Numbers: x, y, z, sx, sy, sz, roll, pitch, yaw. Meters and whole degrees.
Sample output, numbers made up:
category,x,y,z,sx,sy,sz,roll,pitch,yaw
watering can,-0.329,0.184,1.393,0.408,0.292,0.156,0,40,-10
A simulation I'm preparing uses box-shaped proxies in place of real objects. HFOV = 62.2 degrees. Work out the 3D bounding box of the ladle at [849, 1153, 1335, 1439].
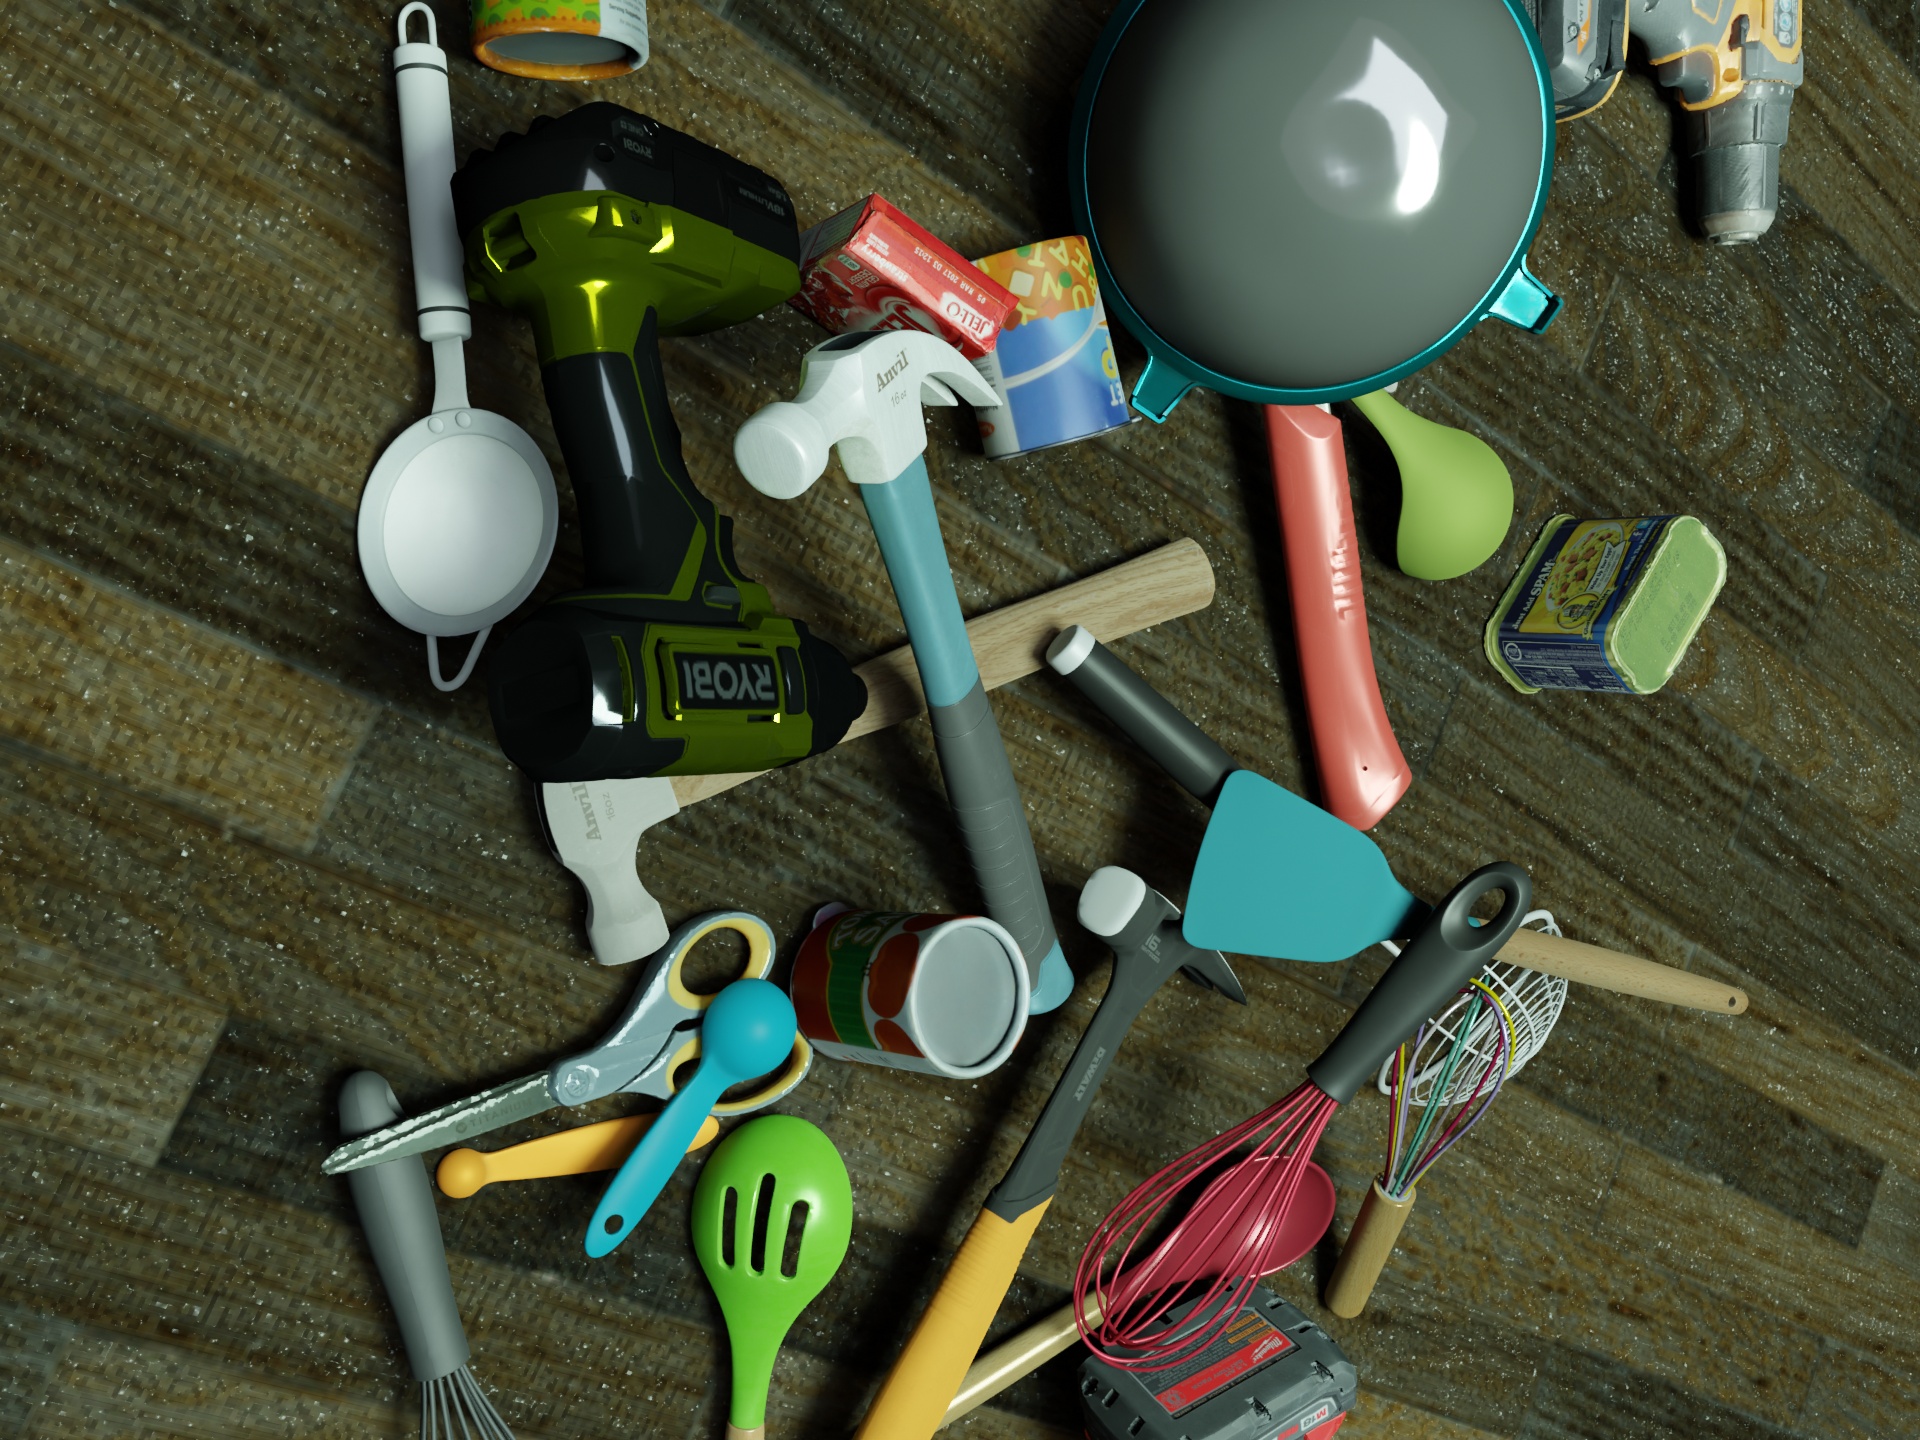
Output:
category,x,y,z,sx,sy,sz,roll,pitch,yaw
ladle,0.048,0.293,0.759,0.315,0.031,0.069,-23,109,-22

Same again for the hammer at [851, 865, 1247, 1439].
category,x,y,z,sx,sy,sz,roll,pitch,yaw
hammer,0.019,0.234,0.708,0.337,0.034,0.127,-59,138,-12

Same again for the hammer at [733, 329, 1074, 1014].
category,x,y,z,sx,sy,sz,roll,pitch,yaw
hammer,-0.001,-0.002,0.646,0.128,0.033,0.330,-54,139,-42

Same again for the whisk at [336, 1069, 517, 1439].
category,x,y,z,sx,sy,sz,roll,pitch,yaw
whisk,-0.203,0.250,0.616,0.055,0.055,0.239,-16,96,-25

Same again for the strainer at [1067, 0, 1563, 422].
category,x,y,z,sx,sy,sz,roll,pitch,yaw
strainer,0.137,-0.290,0.634,0.211,0.095,0.340,-12,109,5

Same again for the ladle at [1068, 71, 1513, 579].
category,x,y,z,sx,sy,sz,roll,pitch,yaw
ladle,0.162,-0.189,0.782,0.320,0.062,0.078,42,75,-16

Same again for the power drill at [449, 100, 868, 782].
category,x,y,z,sx,sy,sz,roll,pitch,yaw
power drill,-0.102,-0.090,0.583,0.171,0.080,0.223,-1,80,-59

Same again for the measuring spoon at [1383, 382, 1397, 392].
category,x,y,z,sx,sy,sz,roll,pitch,yaw
measuring spoon,0.188,-0.214,0.804,0.124,0.018,0.034,51,64,-28

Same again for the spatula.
category,x,y,z,sx,sy,sz,roll,pitch,yaw
spatula,0.254,0.102,0.755,0.317,0.044,0.082,16,90,-24

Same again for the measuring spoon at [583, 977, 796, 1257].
category,x,y,z,sx,sy,sz,roll,pitch,yaw
measuring spoon,-0.107,0.163,0.644,0.042,0.021,0.129,46,67,-29

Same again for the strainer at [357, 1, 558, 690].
category,x,y,z,sx,sy,sz,roll,pitch,yaw
strainer,-0.191,-0.140,0.598,0.087,0.050,0.258,-5,91,17

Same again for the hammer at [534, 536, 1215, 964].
category,x,y,z,sx,sy,sz,roll,pitch,yaw
hammer,-0.026,-0.018,0.696,0.331,0.031,0.130,-22,104,-25

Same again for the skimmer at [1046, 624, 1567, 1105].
category,x,y,z,sx,sy,sz,roll,pitch,yaw
skimmer,0.170,0.069,0.784,0.363,0.090,0.127,40,95,-18

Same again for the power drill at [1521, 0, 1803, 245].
category,x,y,z,sx,sy,sz,roll,pitch,yaw
power drill,0.367,-0.354,0.850,0.226,0.084,0.185,-7,98,-31

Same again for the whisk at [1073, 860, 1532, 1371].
category,x,y,z,sx,sy,sz,roll,pitch,yaw
whisk,0.152,0.178,0.710,0.073,0.073,0.296,33,102,-25

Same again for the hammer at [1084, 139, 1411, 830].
category,x,y,z,sx,sy,sz,roll,pitch,yaw
hammer,0.158,-0.114,0.760,0.149,0.037,0.359,-11,108,4

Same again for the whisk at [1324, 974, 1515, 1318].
category,x,y,z,sx,sy,sz,roll,pitch,yaw
whisk,0.216,0.211,0.776,0.047,0.051,0.244,14,127,7

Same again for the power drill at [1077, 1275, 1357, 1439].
category,x,y,z,sx,sy,sz,roll,pitch,yaw
power drill,0.149,0.392,0.780,0.188,0.080,0.226,-17,112,-25

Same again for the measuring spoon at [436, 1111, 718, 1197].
category,x,y,z,sx,sy,sz,roll,pitch,yaw
measuring spoon,-0.154,0.178,0.654,0.117,0.011,0.021,-4,95,-27

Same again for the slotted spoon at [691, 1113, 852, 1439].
category,x,y,z,sx,sy,sz,roll,pitch,yaw
slotted spoon,-0.092,0.326,0.683,0.070,0.031,0.314,6,95,9
